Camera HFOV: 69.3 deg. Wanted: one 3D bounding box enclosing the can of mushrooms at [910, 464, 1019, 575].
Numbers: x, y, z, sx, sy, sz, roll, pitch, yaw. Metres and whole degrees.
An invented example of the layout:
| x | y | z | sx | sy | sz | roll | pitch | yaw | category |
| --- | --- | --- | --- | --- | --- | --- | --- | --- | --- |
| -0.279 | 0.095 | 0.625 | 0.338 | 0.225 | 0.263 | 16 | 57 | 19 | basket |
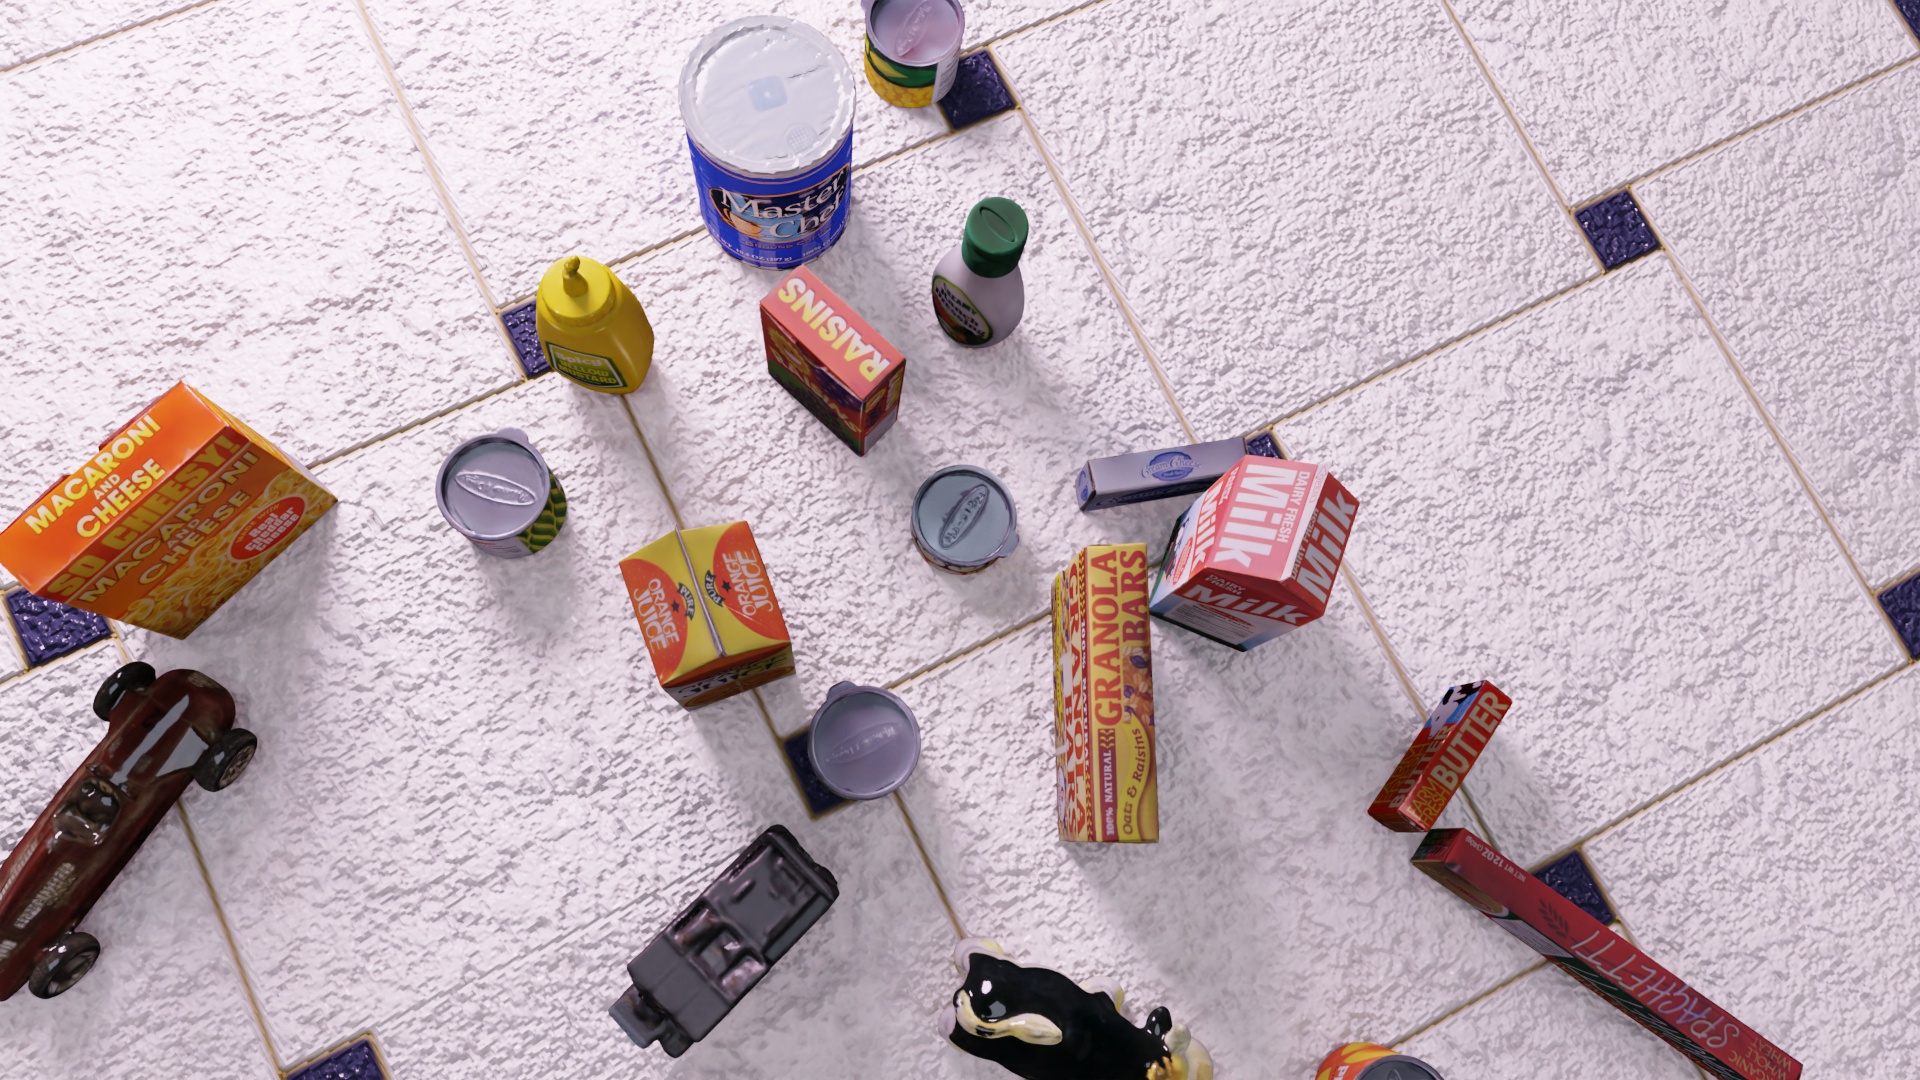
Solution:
| x | y | z | sx | sy | sz | roll | pitch | yaw | category |
| --- | --- | --- | --- | --- | --- | --- | --- | --- | --- |
| 0.003 | -0.011 | 0.881 | 0.071 | 0.033 | 0.071 | 1 | 77 | -5 | can of mushrooms |

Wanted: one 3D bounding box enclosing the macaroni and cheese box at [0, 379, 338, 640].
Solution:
| x | y | z | sx | sy | sz | roll | pitch | yaw | category |
| --- | --- | --- | --- | --- | --- | --- | --- | --- | --- |
| -0.432 | -0.011 | 0.769 | 0.040 | 0.166 | 0.124 | 42 | 77 | 4 | macaroni and cheese box |

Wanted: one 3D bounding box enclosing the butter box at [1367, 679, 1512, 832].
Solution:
| x | y | z | sx | sy | sz | roll | pitch | yaw | category |
| --- | --- | --- | --- | --- | --- | --- | --- | --- | --- |
| 0.299 | 0.136 | 0.868 | 0.024 | 0.053 | 0.104 | 38 | 77 | 3 | butter box |

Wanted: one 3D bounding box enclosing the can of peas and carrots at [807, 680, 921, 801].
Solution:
| x | y | z | sx | sy | sz | roll | pitch | yaw | category |
| --- | --- | --- | --- | --- | --- | --- | --- | --- | --- |
| -0.060 | 0.121 | 0.832 | 0.071 | 0.058 | 0.071 | 1 | 78 | -5 | can of peas and carrots |

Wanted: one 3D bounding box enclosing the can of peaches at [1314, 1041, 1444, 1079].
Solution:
| x | y | z | sx | sy | sz | roll | pitch | yaw | category |
| --- | --- | --- | --- | --- | --- | --- | --- | --- | --- |
| 0.245 | 0.332 | 0.816 | 0.071 | 0.058 | 0.071 | 1 | 77 | -5 | can of peaches |

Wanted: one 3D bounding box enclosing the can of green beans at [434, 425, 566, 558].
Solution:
| x | y | z | sx | sy | sz | roll | pitch | yaw | category |
| --- | --- | --- | --- | --- | --- | --- | --- | --- | --- |
| -0.277 | -0.026 | 0.844 | 0.071 | 0.057 | 0.071 | 1 | 77 | -5 | can of green beans |

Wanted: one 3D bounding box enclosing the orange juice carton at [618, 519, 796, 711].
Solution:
| x | y | z | sx | sy | sz | roll | pitch | yaw | category |
| --- | --- | --- | --- | --- | --- | --- | --- | --- | --- |
| -0.138 | 0.043 | 0.773 | 0.073 | 0.192 | 0.072 | -19 | 80 | -9 | orange juice carton |

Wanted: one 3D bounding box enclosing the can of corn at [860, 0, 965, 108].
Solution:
| x | y | z | sx | sy | sz | roll | pitch | yaw | category |
| --- | --- | --- | --- | --- | --- | --- | --- | --- | --- |
| -0.035 | -0.336 | 0.938 | 0.071 | 0.058 | 0.071 | 1 | 78 | -5 | can of corn |

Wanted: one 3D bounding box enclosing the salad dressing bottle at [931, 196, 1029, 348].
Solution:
| x | y | z | sx | sy | sz | roll | pitch | yaw | category |
| --- | --- | --- | --- | --- | --- | --- | --- | --- | --- |
| 0.014 | -0.165 | 0.859 | 0.044 | 0.147 | 0.064 | -43 | 85 | -12 | salad dressing bottle |

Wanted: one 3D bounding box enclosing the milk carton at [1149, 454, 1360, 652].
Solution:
| x | y | z | sx | sy | sz | roll | pitch | yaw | category |
| --- | --- | --- | --- | --- | --- | --- | --- | --- | --- |
| 0.172 | 0.008 | 0.813 | 0.073 | 0.190 | 0.072 | 22 | 77 | -1 | milk carton |

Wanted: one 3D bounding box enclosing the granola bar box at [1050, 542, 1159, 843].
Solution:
| x | y | z | sx | sy | sz | roll | pitch | yaw | category |
| --- | --- | --- | --- | --- | --- | --- | --- | --- | --- |
| 0.082 | 0.094 | 0.819 | 0.039 | 0.124 | 0.166 | 0 | 78 | -5 | granola bar box |

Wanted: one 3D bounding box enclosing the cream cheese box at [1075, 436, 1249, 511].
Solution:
| x | y | z | sx | sy | sz | roll | pitch | yaw | category |
| --- | --- | --- | --- | --- | --- | --- | --- | --- | --- |
| 0.128 | -0.042 | 0.891 | 0.104 | 0.053 | 0.024 | -9 | 79 | -8 | cream cheese box |

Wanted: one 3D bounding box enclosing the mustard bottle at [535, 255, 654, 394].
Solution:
| x | y | z | sx | sy | sz | roll | pitch | yaw | category |
| --- | --- | --- | --- | --- | --- | --- | --- | --- | --- |
| -0.221 | -0.131 | 0.821 | 0.065 | 0.160 | 0.049 | 13 | 77 | -3 | mustard bottle |

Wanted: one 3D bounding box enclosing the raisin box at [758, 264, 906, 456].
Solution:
| x | y | z | sx | sy | sz | roll | pitch | yaw | category |
| --- | --- | --- | --- | --- | --- | --- | --- | --- | --- |
| -0.079 | -0.106 | 0.849 | 0.086 | 0.123 | 0.040 | 44 | 77 | 4 | raisin box |

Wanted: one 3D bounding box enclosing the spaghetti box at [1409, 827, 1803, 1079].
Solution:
| x | y | z | sx | sy | sz | roll | pitch | yaw | category |
| --- | --- | --- | --- | --- | --- | --- | --- | --- | --- |
| 0.394 | 0.259 | 0.851 | 0.250 | 0.050 | 0.029 | 35 | 77 | 3 | spaghetti box |
